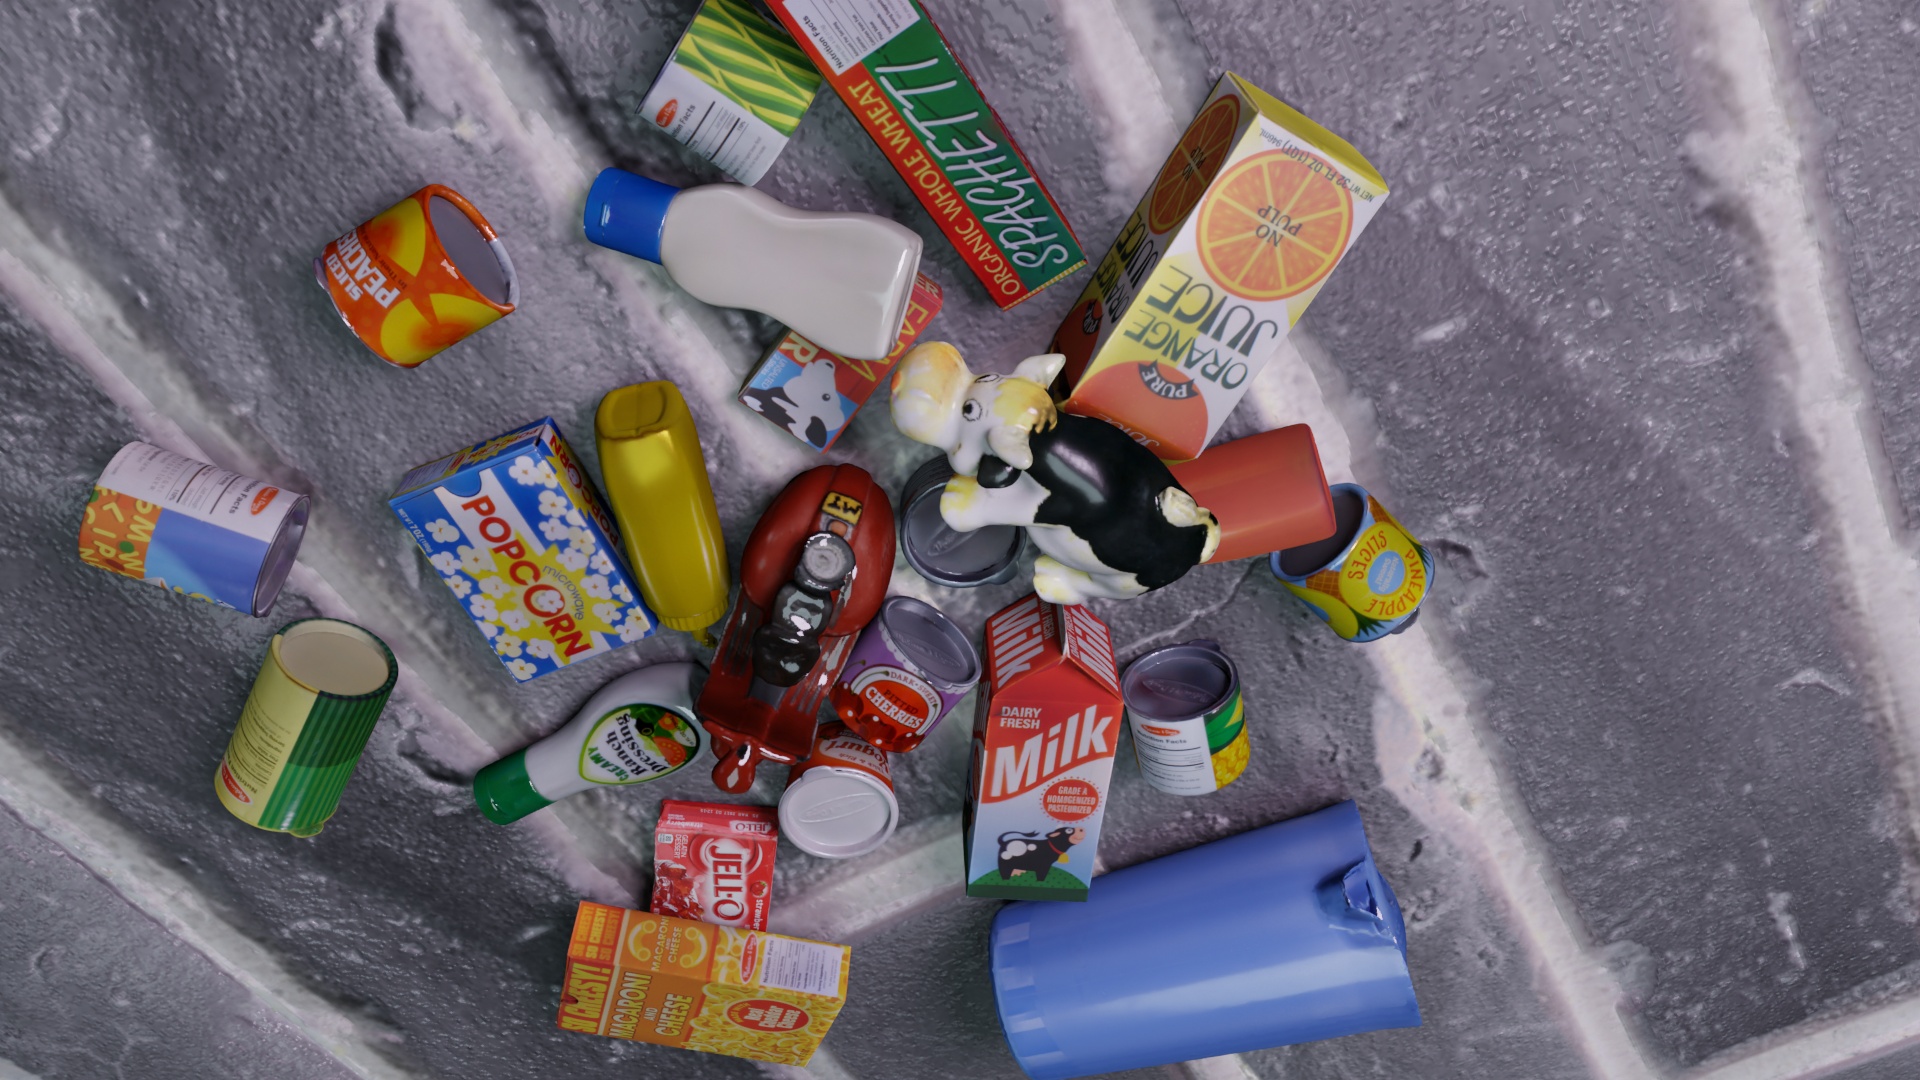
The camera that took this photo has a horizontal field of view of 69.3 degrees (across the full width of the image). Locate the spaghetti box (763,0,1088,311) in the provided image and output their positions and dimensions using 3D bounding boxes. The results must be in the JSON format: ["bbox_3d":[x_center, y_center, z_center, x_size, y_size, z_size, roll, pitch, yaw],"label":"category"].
[{"bbox_3d":[-0.023,-0.191,0.582,0.050,0.029,0.249,-30,136,14],"label":"spaghetti box"}]

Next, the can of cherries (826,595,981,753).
[{"bbox_3d":[-0.032,0.074,0.758,0.071,0.072,0.058,31,115,-20],"label":"can of cherries"}]

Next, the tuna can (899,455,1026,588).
[{"bbox_3d":[0.003,-0.009,0.732,0.071,0.033,0.070,-1,121,-2],"label":"tuna can"}]

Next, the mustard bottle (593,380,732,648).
[{"bbox_3d":[-0.147,-0.001,0.713,0.049,0.065,0.159,-9,126,-3],"label":"mustard bottle"}]

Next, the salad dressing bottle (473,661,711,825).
[{"bbox_3d":[-0.207,0.119,0.792,0.147,0.044,0.064,-26,119,12],"label":"salad dressing bottle"}]

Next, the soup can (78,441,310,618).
[{"bbox_3d":[-0.383,-0.003,0.697,0.084,0.072,0.071,20,118,-14],"label":"soup can"}]

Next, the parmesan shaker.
[{"bbox_3d":[-0.355,0.102,0.760,0.071,0.071,0.102,26,116,-17],"label":"parmesan shaker"}]

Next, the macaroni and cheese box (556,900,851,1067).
[{"bbox_3d":[-0.164,0.282,0.873,0.166,0.040,0.123,12,139,-10],"label":"macaroni and cheese box"}]

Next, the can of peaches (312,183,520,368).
[{"bbox_3d":[-0.245,-0.121,0.631,0.058,0.071,0.071,-26,119,11],"label":"can of peaches"}]

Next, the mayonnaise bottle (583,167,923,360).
[{"bbox_3d":[-0.095,-0.132,0.632,0.148,0.041,0.064,18,111,3],"label":"mayonnaise bottle"}]

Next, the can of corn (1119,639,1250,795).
[{"bbox_3d":[0.129,0.100,0.788,0.071,0.071,0.058,-13,122,5],"label":"can of corn"}]

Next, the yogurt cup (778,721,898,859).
[{"bbox_3d":[-0.070,0.143,0.807,0.072,0.054,0.072,-1,121,-2],"label":"yogurt cup"}]

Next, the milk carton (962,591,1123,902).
[{"bbox_3d":[0.045,0.110,0.783,0.073,0.073,0.189,3,121,-4],"label":"milk carton"}]

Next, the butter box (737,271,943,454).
[{"bbox_3d":[-0.059,-0.096,0.682,0.053,0.024,0.103,33,114,-19],"label":"butter box"}]

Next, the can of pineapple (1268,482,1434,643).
[{"bbox_3d":[0.207,0.012,0.735,0.058,0.071,0.071,39,112,-23],"label":"can of pineapple"}]

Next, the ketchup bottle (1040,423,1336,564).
[{"bbox_3d":[0.115,-0.014,0.721,0.148,0.065,0.043,-15,137,16],"label":"ketchup bottle"}]

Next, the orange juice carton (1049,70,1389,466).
[{"bbox_3d":[0.106,-0.111,0.653,0.072,0.073,0.191,25,117,-17],"label":"orange juice carton"}]

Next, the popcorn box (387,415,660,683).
[{"bbox_3d":[-0.223,0.007,0.728,0.085,0.038,0.126,-20,120,10],"label":"popcorn box"}]

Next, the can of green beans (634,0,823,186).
[{"bbox_3d":[-0.098,-0.195,0.596,0.058,0.071,0.071,30,115,-20],"label":"can of green beans"}]
